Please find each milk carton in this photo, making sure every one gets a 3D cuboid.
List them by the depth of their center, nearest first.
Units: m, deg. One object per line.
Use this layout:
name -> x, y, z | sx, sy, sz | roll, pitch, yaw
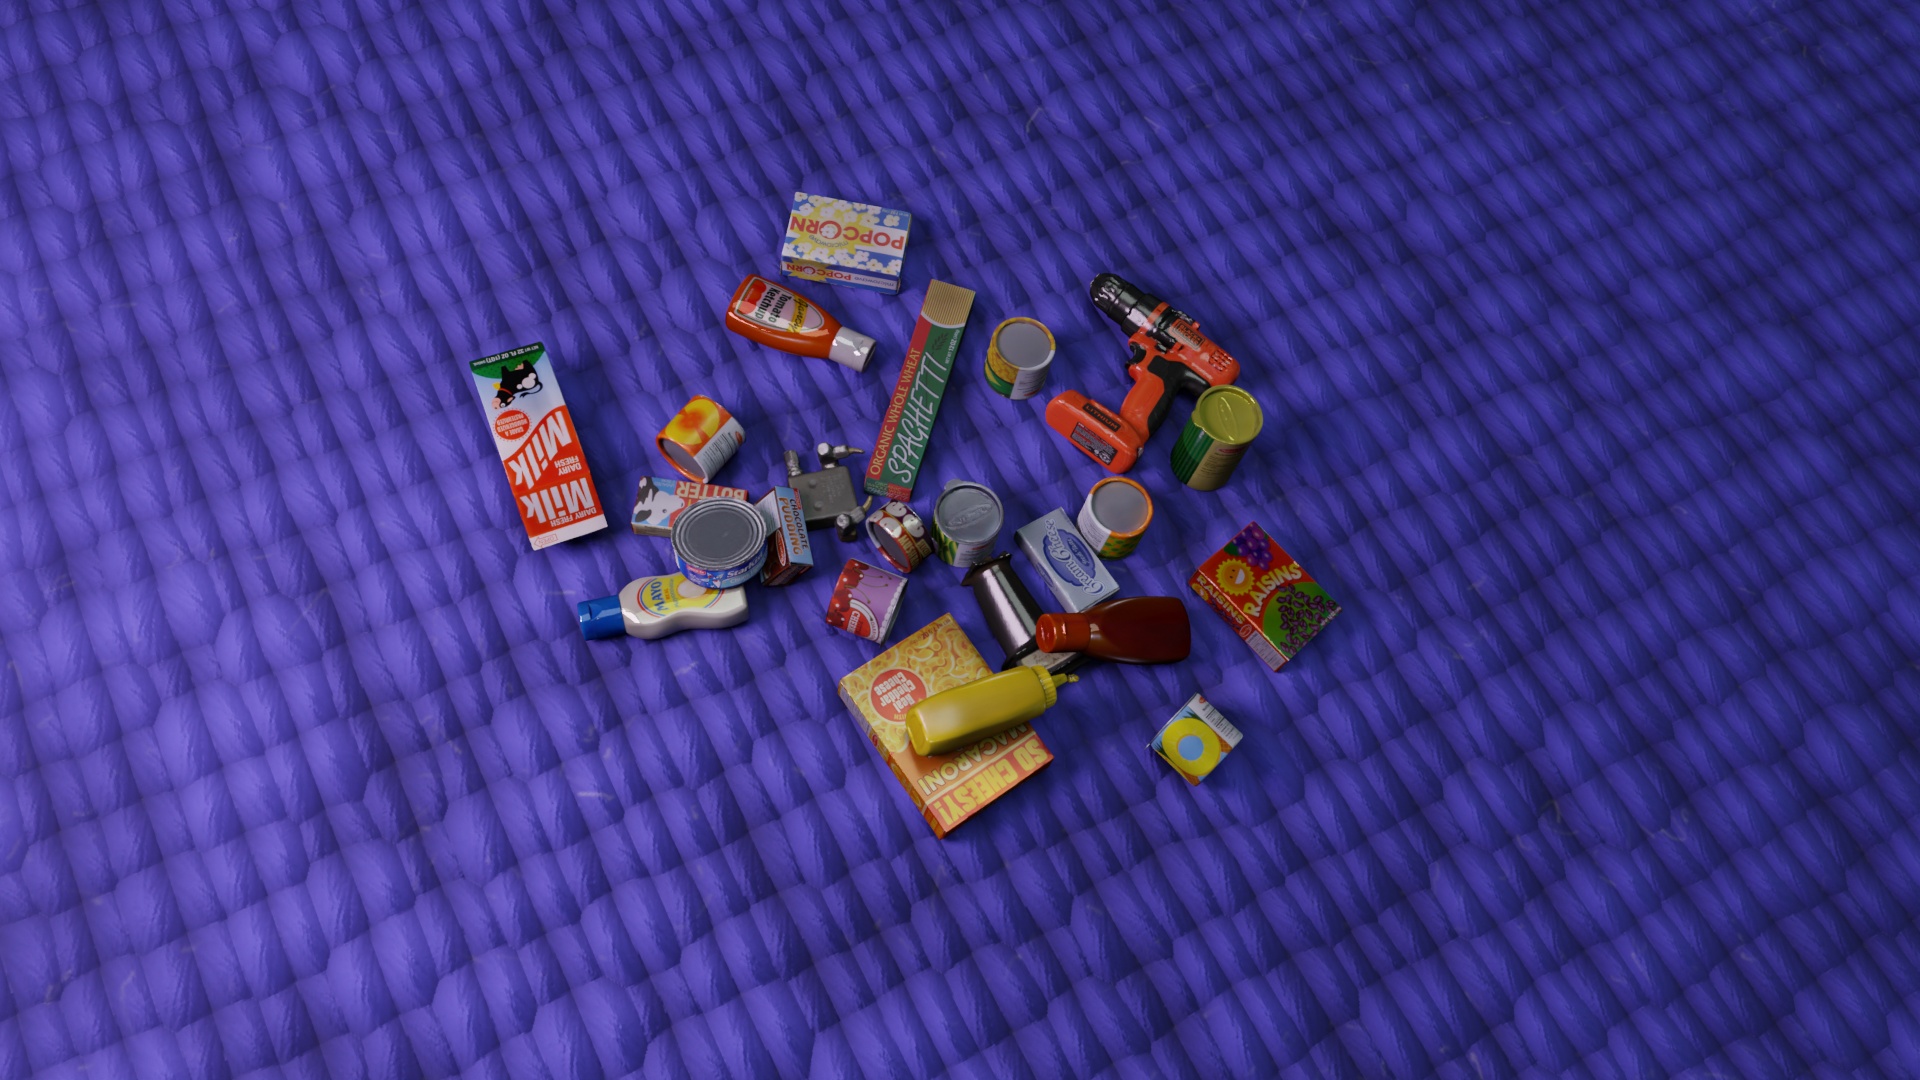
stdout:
milk carton -> -0.393, -0.083, 1.301 | 0.072, 0.073, 0.191 | -20, 70, -16

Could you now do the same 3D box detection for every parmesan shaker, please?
parmesan shaker -> 0.250, -0.100, 1.379 | 0.071, 0.102, 0.071 | 3, 65, -7

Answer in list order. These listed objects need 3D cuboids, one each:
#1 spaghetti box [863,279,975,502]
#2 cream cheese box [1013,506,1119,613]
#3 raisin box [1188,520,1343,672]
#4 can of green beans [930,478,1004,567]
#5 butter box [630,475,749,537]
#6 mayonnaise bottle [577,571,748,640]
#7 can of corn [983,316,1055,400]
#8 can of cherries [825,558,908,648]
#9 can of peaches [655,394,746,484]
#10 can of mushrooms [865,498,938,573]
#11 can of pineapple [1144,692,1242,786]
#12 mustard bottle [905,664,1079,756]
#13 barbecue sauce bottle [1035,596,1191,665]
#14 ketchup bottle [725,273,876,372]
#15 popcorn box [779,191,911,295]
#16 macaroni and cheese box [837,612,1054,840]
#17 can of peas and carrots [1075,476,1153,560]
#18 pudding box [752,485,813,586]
spaghetti box -> -0.040, -0.154, 1.406 | 0.050, 0.028, 0.251 | 16, 64, 1
cream cheese box -> 0.103, 0.022, 1.346 | 0.053, 0.024, 0.104 | -29, 72, -18
raisin box -> 0.296, 0.053, 1.350 | 0.086, 0.040, 0.123 | -38, 77, -20
can of green beans -> 0.005, -0.015, 1.331 | 0.071, 0.057, 0.071 | 3, 66, -6
butter box -> -0.256, -0.028, 1.321 | 0.103, 0.024, 0.053 | 7, 65, -4
mayonnaise bottle -> -0.272, 0.059, 1.269 | 0.148, 0.041, 0.065 | -12, 62, -14
can of corn -> 0.058, -0.188, 1.418 | 0.071, 0.058, 0.071 | 3, 65, -7
can of cherries -> -0.087, 0.058, 1.280 | 0.058, 0.071, 0.072 | 21, 65, 2
can of peaches -> -0.251, -0.097, 1.332 | 0.071, 0.071, 0.058 | 34, 67, 8
can of mushrooms -> -0.056, -0.003, 1.312 | 0.033, 0.070, 0.071 | -39, 76, -20
can of pineapple -> 0.213, 0.183, 1.266 | 0.058, 0.070, 0.071 | 43, 67, 12
mustard bottle -> 0.032, 0.142, 1.218 | 0.161, 0.065, 0.049 | -17, 72, -22
barbecue sauce bottle -> 0.142, 0.084, 1.288 | 0.149, 0.043, 0.065 | 1, 73, -28
ketchup bottle -> -0.160, -0.215, 1.410 | 0.149, 0.043, 0.065 | 24, 64, 3
popcorn box -> -0.120, -0.312, 1.462 | 0.127, 0.038, 0.085 | 10, 65, -3
macaroni and cheese box -> -0.014, 0.166, 1.256 | 0.124, 0.040, 0.167 | -31, 72, -20
can of peas and carrots -> 0.152, -0.023, 1.355 | 0.071, 0.058, 0.071 | 3, 66, -6
pudding box -> -0.169, -0.003, 1.305 | 0.030, 0.049, 0.084 | 9, 58, -41
